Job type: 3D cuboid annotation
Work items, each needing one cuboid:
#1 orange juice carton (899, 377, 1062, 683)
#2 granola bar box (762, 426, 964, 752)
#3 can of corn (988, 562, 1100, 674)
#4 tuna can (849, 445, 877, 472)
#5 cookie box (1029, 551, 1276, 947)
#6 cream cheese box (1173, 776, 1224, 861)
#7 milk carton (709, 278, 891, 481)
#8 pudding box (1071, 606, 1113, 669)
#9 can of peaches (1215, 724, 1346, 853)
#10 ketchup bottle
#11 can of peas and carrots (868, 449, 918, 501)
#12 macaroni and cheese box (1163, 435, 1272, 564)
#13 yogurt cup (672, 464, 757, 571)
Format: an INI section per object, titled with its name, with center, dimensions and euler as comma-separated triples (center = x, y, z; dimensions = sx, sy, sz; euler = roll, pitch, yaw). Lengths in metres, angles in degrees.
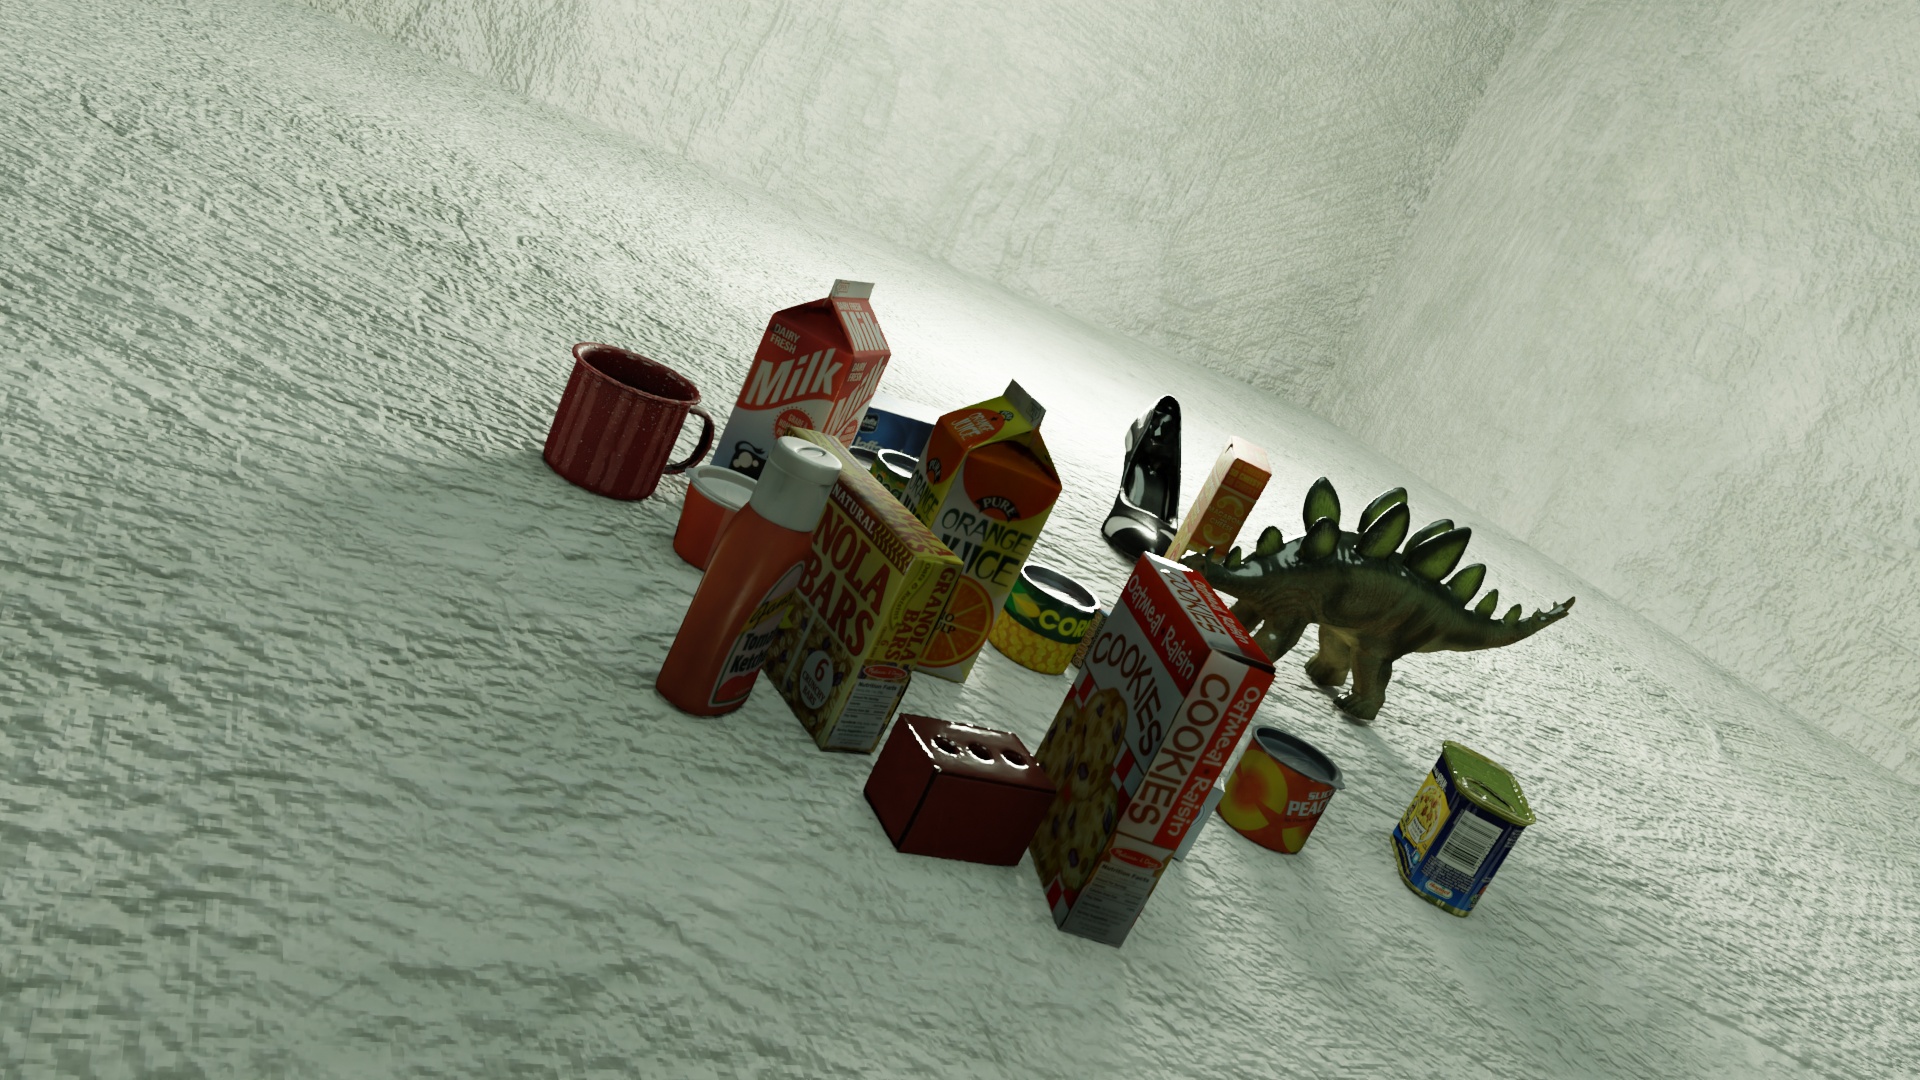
[orange juice carton]
center = 0.003, -0.011, 0.908
dimensions = 0.073, 0.192, 0.072
euler = 19, 17, -22
[granola bar box]
center = -0.075, 0.024, 0.801
dimensions = 0.039, 0.124, 0.166
euler = 13, 20, -39
[can of corn]
center = 0.062, 0.059, 1.018
dimensions = 0.071, 0.058, 0.071
euler = 24, 16, -7
[tuna can]
center = -0.077, -0.052, 1.201
dimensions = 0.071, 0.032, 0.071
euler = 24, 16, -7
[cookie box]
center = 0.091, 0.104, 0.724
dimensions = 0.040, 0.167, 0.123
euler = 21, 16, -17
[cream cheese box]
center = 0.097, 0.143, 0.817
dimensions = 0.104, 0.053, 0.024
euler = 24, 16, -5
[milk carton]
center = -0.114, -0.105, 1.026
dimensions = 0.073, 0.190, 0.072
euler = 30, 16, 13
[pudding box]
center = 0.125, 0.078, 1.068
dimensions = 0.084, 0.049, 0.030
euler = 8, 24, -47
[can of peaches]
center = 0.210, 0.165, 0.912
dimensions = 0.071, 0.058, 0.071
euler = 24, 16, -7
[ketchup bottle]
center = -0.108, 0.018, 0.727
dimensions = 0.043, 0.148, 0.065
euler = 30, 16, 15
[can of peas and carrots]
center = -0.050, -0.033, 1.135
dimensions = 0.071, 0.058, 0.071
euler = 24, 16, -7
[macaroni and cheese box]
center = 0.229, -0.009, 1.287
dimensions = 0.040, 0.166, 0.124
euler = 27, 16, 2
[yogurt cup]
center = -0.155, -0.011, 0.917
dimensions = 0.072, 0.053, 0.072
euler = 24, 16, -7
